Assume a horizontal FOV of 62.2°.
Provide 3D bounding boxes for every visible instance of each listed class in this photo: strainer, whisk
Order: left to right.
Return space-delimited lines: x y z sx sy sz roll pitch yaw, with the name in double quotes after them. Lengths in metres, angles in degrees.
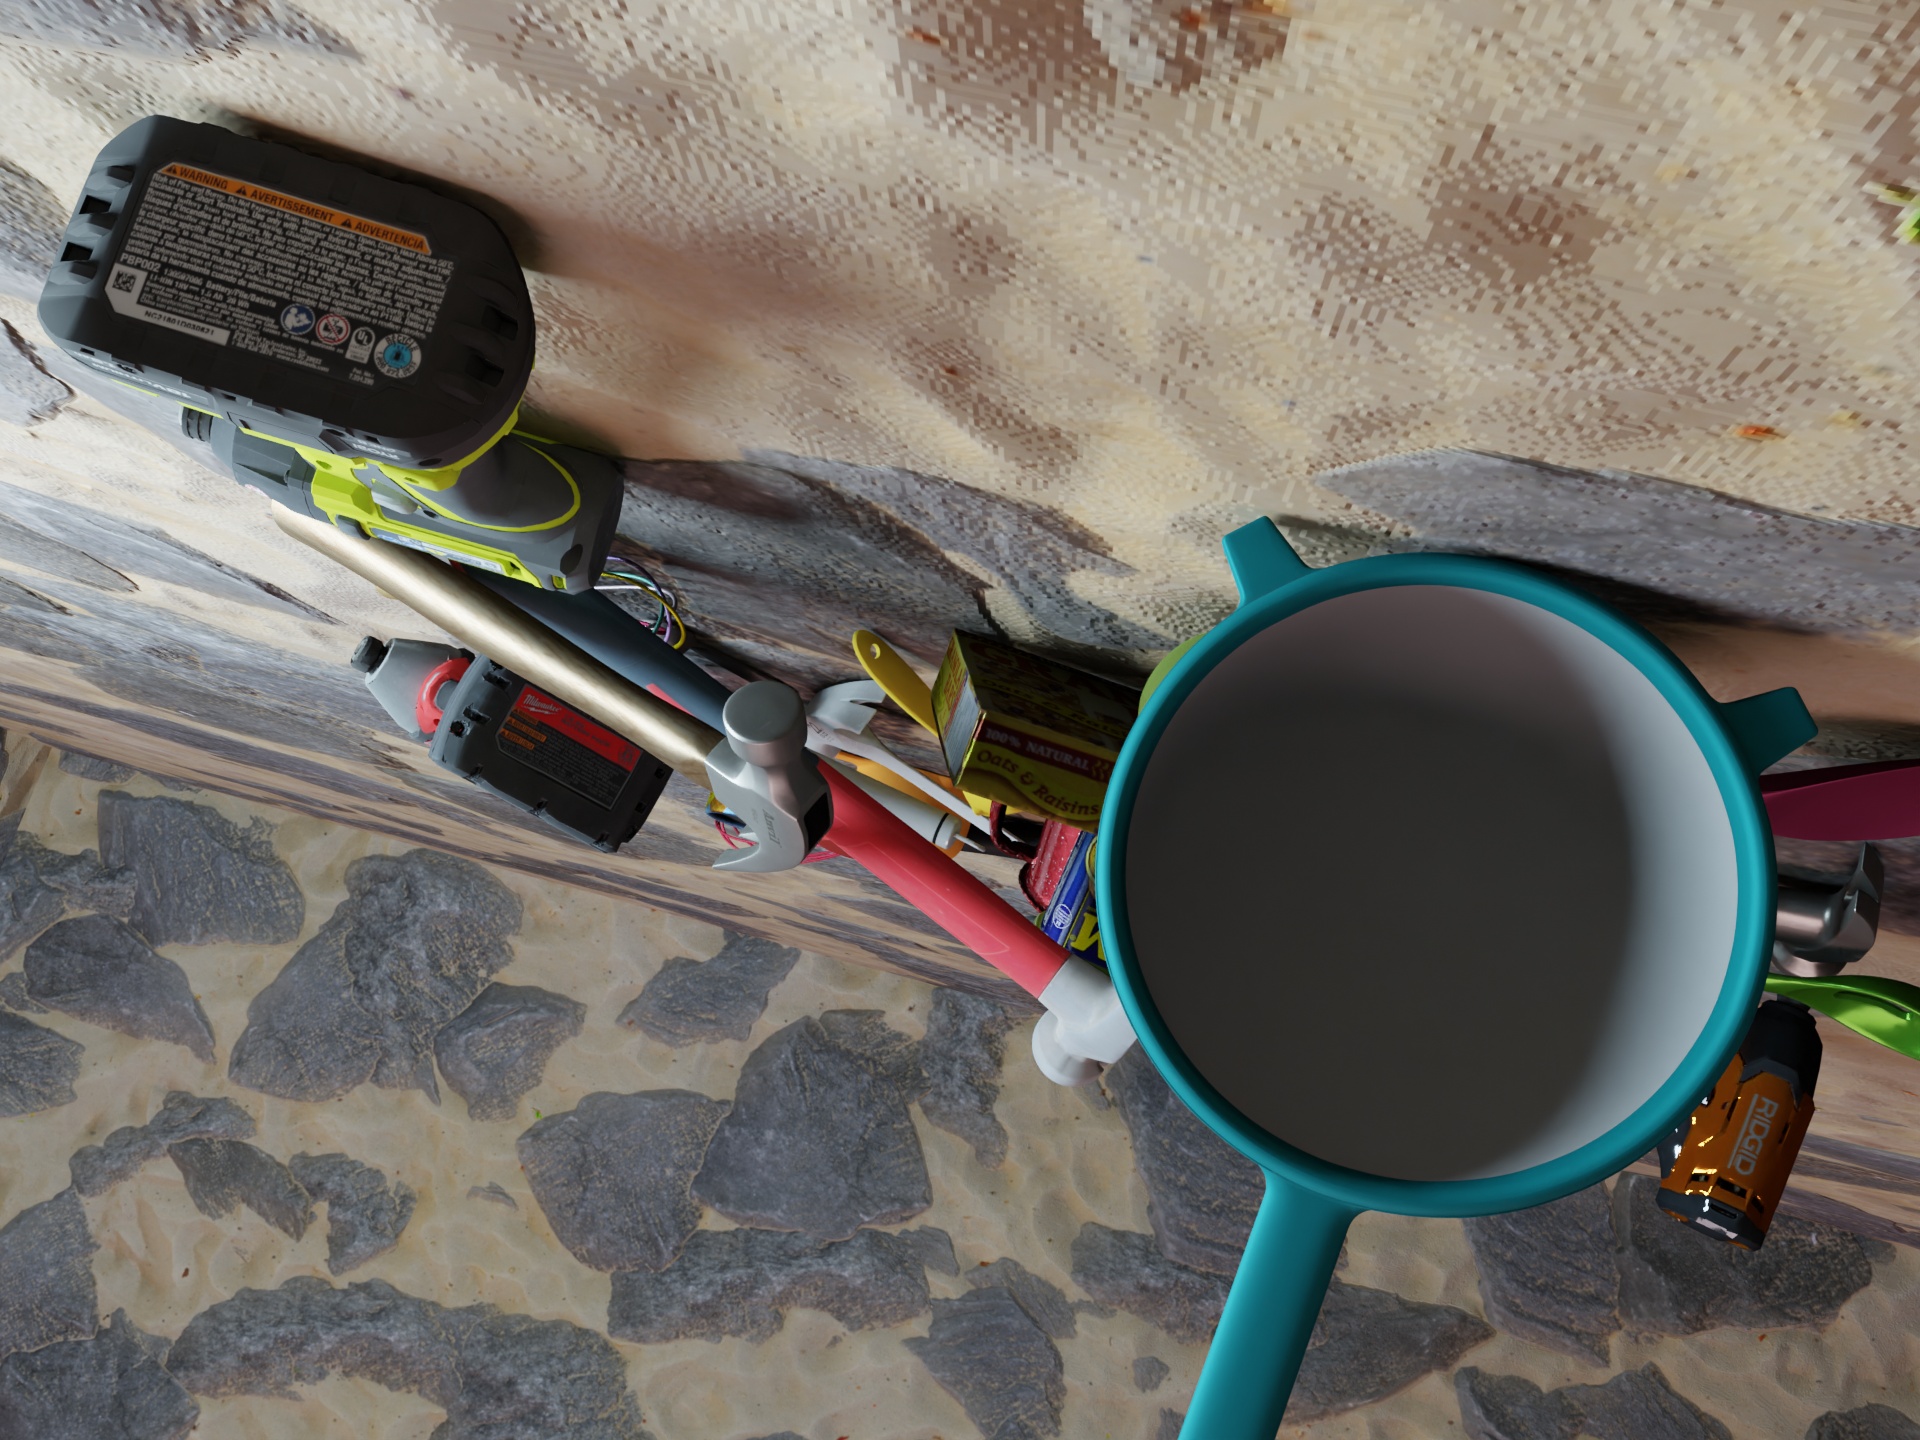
-0.234 -0.062 0.844 0.245 0.051 0.047 9 171 37 "whisk"
-0.103 0.020 0.901 0.258 0.050 0.086 24 168 10 "strainer"
-0.055 0.081 1.190 0.296 0.073 0.073 4 163 19 "whisk"
0.133 0.114 0.545 0.211 0.340 0.095 20 179 9 "strainer"

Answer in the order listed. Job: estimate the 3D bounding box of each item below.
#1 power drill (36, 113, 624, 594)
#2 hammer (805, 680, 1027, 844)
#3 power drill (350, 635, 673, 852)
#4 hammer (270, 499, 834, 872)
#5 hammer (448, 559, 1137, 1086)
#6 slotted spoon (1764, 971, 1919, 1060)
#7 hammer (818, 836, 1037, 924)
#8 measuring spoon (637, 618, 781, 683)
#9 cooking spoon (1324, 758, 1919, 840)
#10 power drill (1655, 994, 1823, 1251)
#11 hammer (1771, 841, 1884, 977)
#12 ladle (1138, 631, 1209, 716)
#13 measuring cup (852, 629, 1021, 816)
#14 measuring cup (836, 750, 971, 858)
-0.215 -0.111 0.558 0.171 0.080 0.223 16 170 -5 "power drill"
0.078 0.103 0.944 0.405 0.035 0.144 34 162 -5 "hammer"
-0.253 0.000 0.878 0.143 0.078 0.220 33 168 -29 "power drill"
-0.190 -0.030 0.707 0.331 0.031 0.129 29 149 24 "hammer"
-0.074 0.016 0.707 0.386 0.038 0.143 37 149 8 "hammer"
0.328 0.109 0.777 0.314 0.031 0.070 15 164 14 "slotted spoon"
-0.103 0.060 1.021 0.359 0.037 0.149 30 171 -4 "hammer"
-0.139 -0.029 0.917 0.034 0.018 0.124 3 162 41 "measuring spoon"
0.237 0.029 0.598 0.319 0.017 0.068 -2 153 11 "cooking spoon"
0.413 0.205 0.998 0.226 0.164 0.084 24 170 20 "power drill"
0.239 0.061 0.820 0.411 0.038 0.146 10 164 23 "hammer"
0.217 0.044 0.670 0.320 0.062 0.078 25 159 -16 "ladle"
-0.001 -0.003 0.824 0.029 0.062 0.156 -7 145 35 "measuring cup"
-0.071 0.053 1.091 0.173 0.052 0.095 20 166 -27 "measuring cup"
